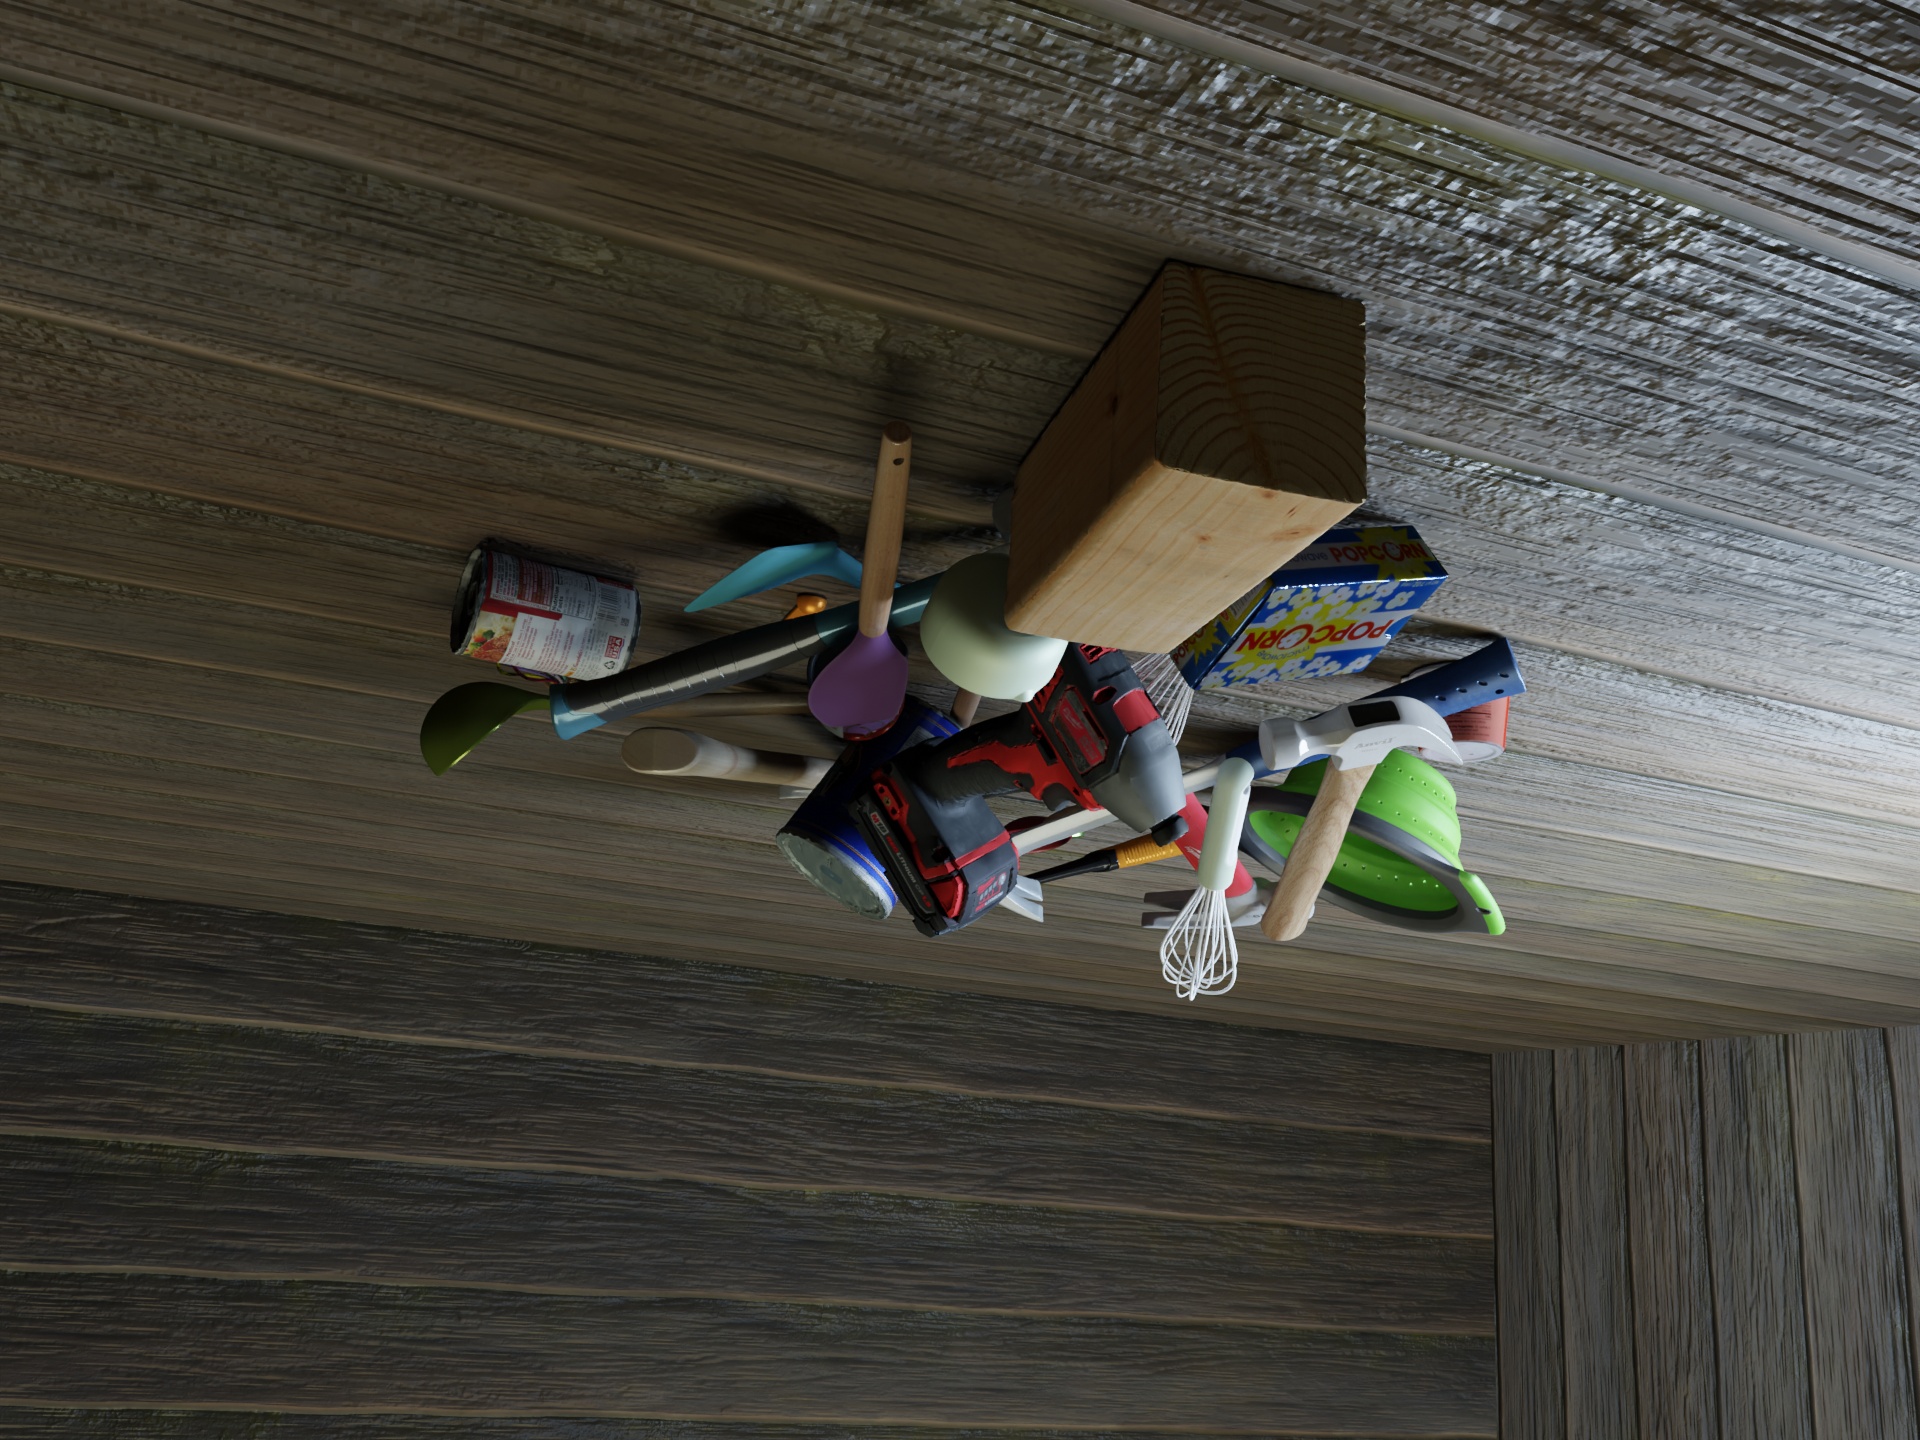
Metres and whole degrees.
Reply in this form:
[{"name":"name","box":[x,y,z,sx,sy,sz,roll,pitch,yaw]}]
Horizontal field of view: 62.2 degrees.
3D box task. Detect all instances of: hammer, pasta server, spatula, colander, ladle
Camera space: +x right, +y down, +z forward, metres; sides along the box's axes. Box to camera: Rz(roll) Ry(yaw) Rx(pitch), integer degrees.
[{"name":"hammer","box":[0.148,0.119,1.416,0.337,0.034,0.127,-15,-179,1]},{"name":"pasta server","box":[-0.002,-0.004,1.222,0.060,0.040,0.316,6,160,-5]},{"name":"spatula","box":[-0.022,-0.061,0.990,0.317,0.044,0.082,17,146,-41]},{"name":"spatula","box":[-0.047,-0.062,0.841,0.059,0.018,0.315,-9,157,-11]},{"name":"colander","box":[0.255,0.061,1.288,0.397,0.094,0.204,15,159,38]},{"name":"hammer","box":[0.249,0.077,1.084,0.130,0.031,0.331,-10,151,-4]},{"name":"hammer","box":[-0.155,0.037,1.244,0.146,0.038,0.410,0,175,19]},{"name":"hammer","box":[0.135,0.054,1.162,0.143,0.038,0.385,-8,144,27]},{"name":"hammer","box":[0.175,0.038,1.071,0.405,0.035,0.143,-21,137,20]},{"name":"ladle","box":[-0.222,0.002,1.137,0.320,0.062,0.078,-2,170,-32]},{"name":"hammer","box":[-0.092,-0.049,0.916,0.331,0.033,0.128,-16,156,13]},{"name":"ladle","box":[0.076,0.085,1.288,0.069,0.031,0.315,-2,173,-6]}]

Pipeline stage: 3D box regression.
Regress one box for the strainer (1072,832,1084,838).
[{"name":"strainer","box":[0.003,0.089,1.482,0.256,0.069,0.151,-4,-173,-26]}]

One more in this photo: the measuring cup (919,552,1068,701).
[{"name":"measuring cup","box":[0.059,-0.064,0.838,0.167,0.083,0.038,-16,152,-26]}]

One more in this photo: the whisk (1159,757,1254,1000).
[{"name":"whisk","box":[0.175,0.114,1.100,0.059,0.058,0.246,21,139,18]}]

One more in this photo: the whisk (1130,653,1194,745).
[{"name":"whisk","box":[0.132,-0.041,0.930,0.070,0.070,0.284,9,148,-16]}]

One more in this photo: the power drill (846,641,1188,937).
[{"name":"power drill","box":[0.040,0.043,0.970,0.078,0.143,0.219,-26,172,-47]}]

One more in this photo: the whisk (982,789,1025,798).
[{"name":"whisk","box":[0.072,0.046,1.321,0.073,0.073,0.296,16,165,-35]}]

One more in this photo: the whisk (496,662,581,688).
[{"name":"whisk","box":[-0.302,-0.035,1.160,0.051,0.047,0.245,4,167,-2]}]

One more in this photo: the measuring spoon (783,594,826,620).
[{"name":"measuring spoon","box":[-0.110,-0.061,1.068,0.021,0.011,0.117,9,164,-15]}]
